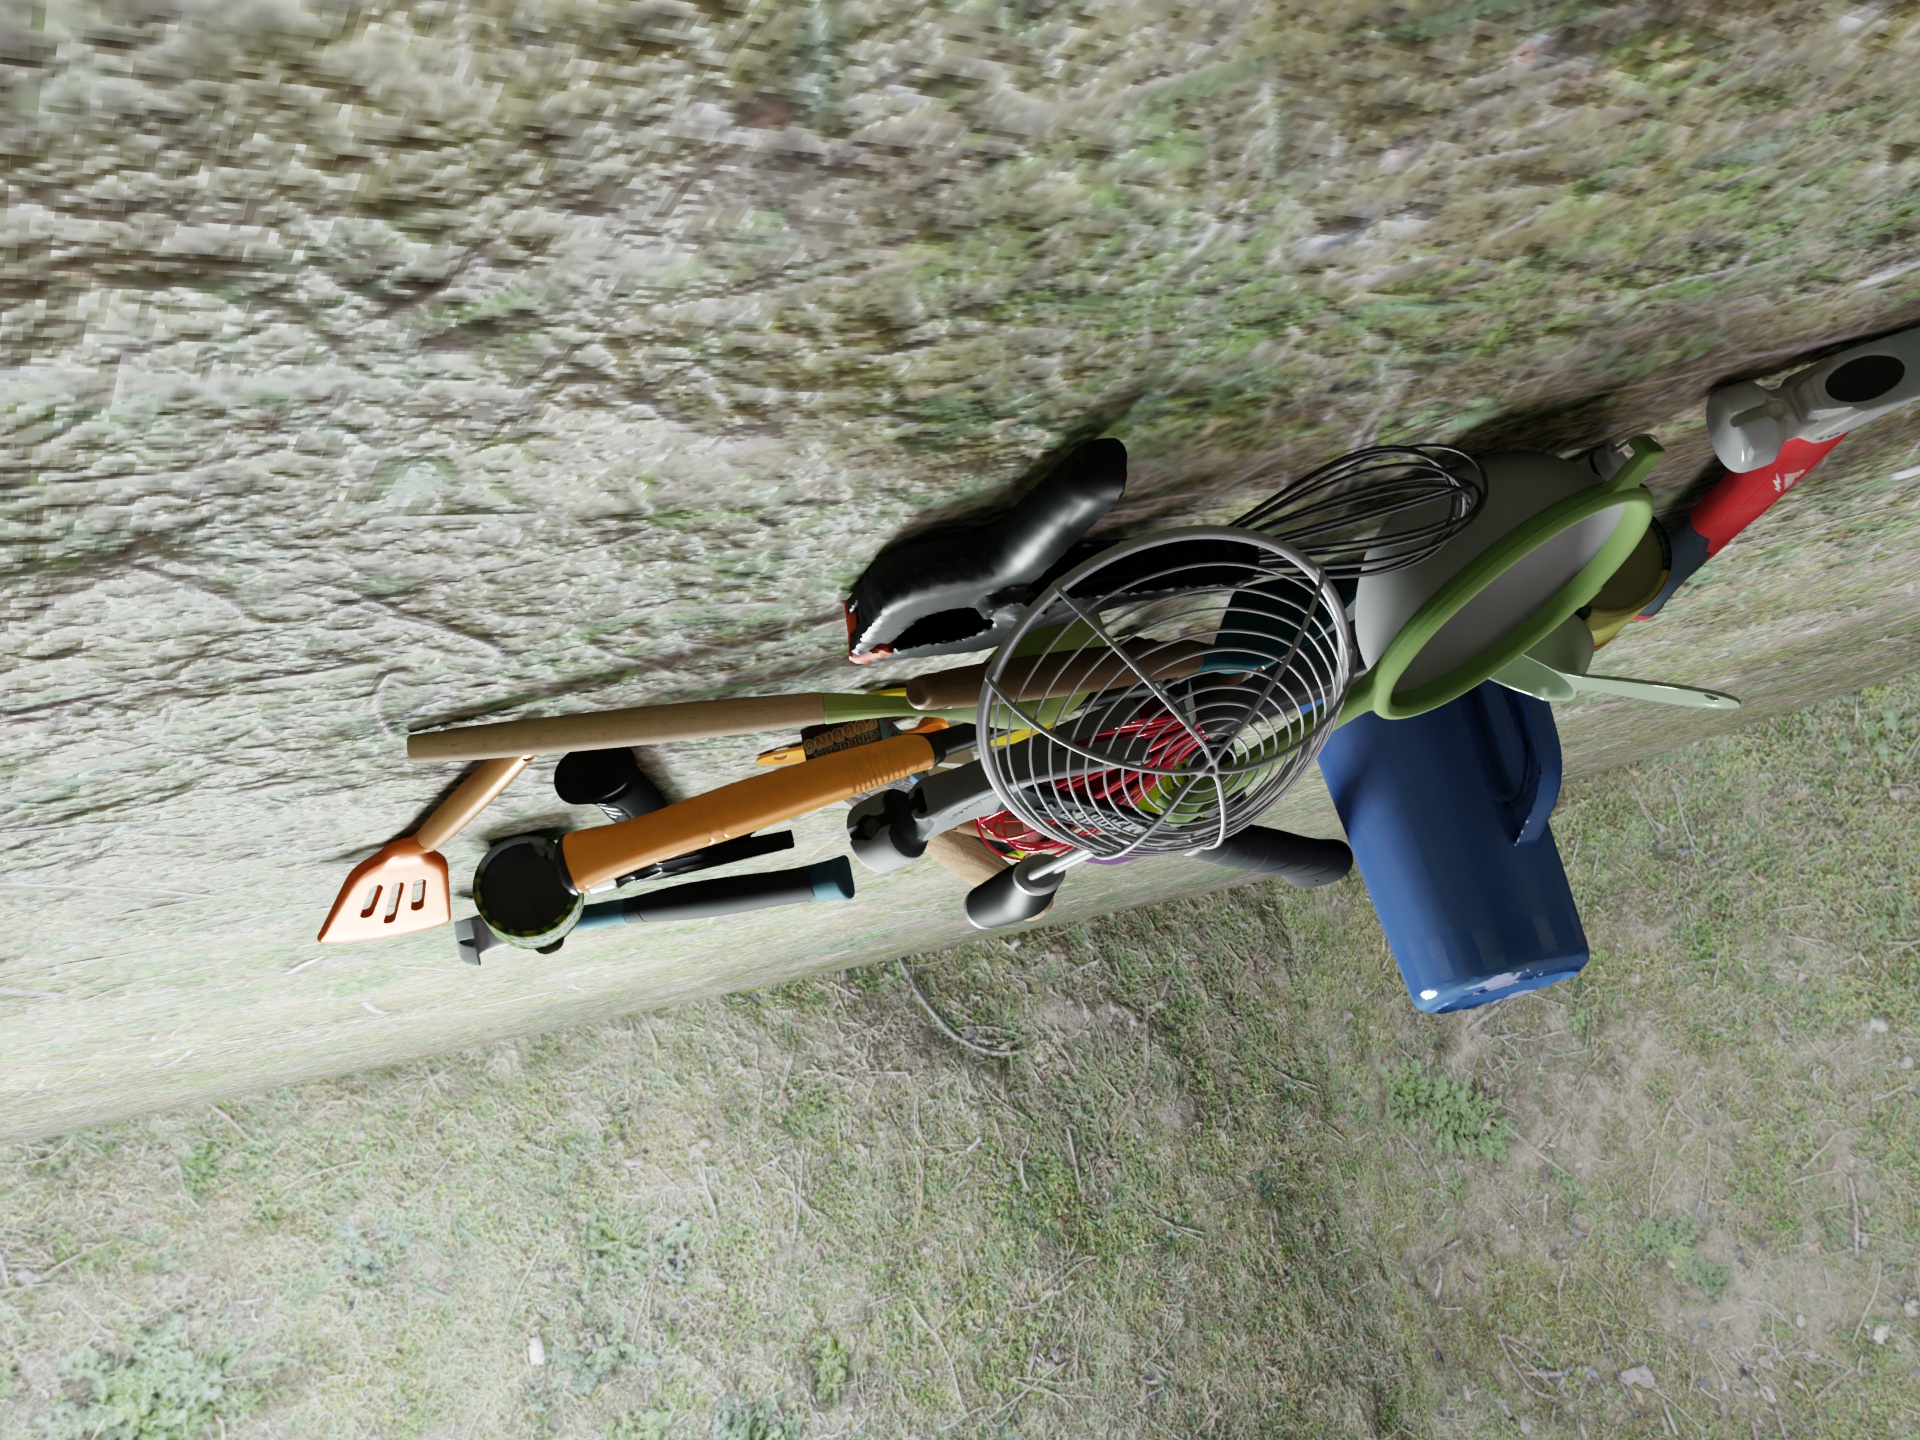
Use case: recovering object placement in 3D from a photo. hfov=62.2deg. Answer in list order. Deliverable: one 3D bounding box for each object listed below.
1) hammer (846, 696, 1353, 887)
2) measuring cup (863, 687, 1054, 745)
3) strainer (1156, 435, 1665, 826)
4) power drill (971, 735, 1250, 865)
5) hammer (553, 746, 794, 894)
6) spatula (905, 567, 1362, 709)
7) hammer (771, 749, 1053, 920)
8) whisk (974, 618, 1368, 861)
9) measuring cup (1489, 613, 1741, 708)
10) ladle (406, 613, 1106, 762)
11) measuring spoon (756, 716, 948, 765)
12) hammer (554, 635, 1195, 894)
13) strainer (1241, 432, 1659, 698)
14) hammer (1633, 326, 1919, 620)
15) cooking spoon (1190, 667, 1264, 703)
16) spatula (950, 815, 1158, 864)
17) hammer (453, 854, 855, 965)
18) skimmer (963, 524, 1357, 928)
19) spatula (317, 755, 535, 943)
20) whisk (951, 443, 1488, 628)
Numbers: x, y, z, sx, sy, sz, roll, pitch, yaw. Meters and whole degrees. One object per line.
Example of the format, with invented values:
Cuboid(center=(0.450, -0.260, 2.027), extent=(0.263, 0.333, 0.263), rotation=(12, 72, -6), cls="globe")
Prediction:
Cuboid(center=(0.122, 0.058, 0.869), extent=(0.149, 0.036, 0.408), rotation=(-26, 157, 30), cls="hammer")
Cuboid(center=(-0.001, -0.003, 0.900), extent=(0.062, 0.029, 0.156), rotation=(-23, 166, 38), cls="measuring cup")
Cuboid(center=(0.187, -0.044, 0.721), extent=(0.256, 0.069, 0.151), rotation=(-32, 157, -2), cls="strainer")
Cuboid(center=(0.114, 0.070, 1.286), extent=(0.228, 0.080, 0.190), rotation=(-14, 168, 11), cls="power drill")
Cuboid(center=(-0.183, 0.058, 0.963), extent=(0.146, 0.035, 0.334), rotation=(-13, 168, -5), cls="hammer")
Cuboid(center=(0.082, -0.037, 0.691), extent=(0.082, 0.044, 0.317), rotation=(-6, -178, 40), cls="spatula")
Cuboid(center=(-0.005, 0.089, 1.135), extent=(0.130, 0.031, 0.331), rotation=(-19, 152, 18), cls="hammer")
Cuboid(center=(0.120, 0.007, 0.878), extent=(0.296, 0.073, 0.073), rotation=(-27, 164, 32), cls="whisk")
Cuboid(center=(0.322, -0.036, 0.807), extent=(0.083, 0.038, 0.168), rotation=(30, 173, -34), cls="measuring cup")
Cuboid(center=(-0.090, -0.015, 0.728), extent=(0.320, 0.062, 0.078), rotation=(-6, -169, -6), cls="ladle")
Cuboid(center=(-0.065, 0.011, 0.949), extent=(0.117, 0.011, 0.021), rotation=(-11, 158, 0), cls="measuring spoon")
Cuboid(center=(-0.045, 0.025, 0.818), extent=(0.337, 0.034, 0.127), rotation=(-18, -170, -2), cls="hammer")
Cuboid(center=(0.242, -0.078, 0.815), extent=(0.086, 0.050, 0.258), rotation=(39, 138, -17), cls="strainer")
Cuboid(center=(0.429, -0.118, 0.855), extent=(0.143, 0.038, 0.386), rotation=(-17, 168, 7), cls="hammer")
Cuboid(center=(0.199, -0.044, 0.976), extent=(0.068, 0.017, 0.319), rotation=(8, 160, -26), cls="cooking spoon")
Cuboid(center=(0.067, 0.082, 1.122), extent=(0.060, 0.018, 0.315), rotation=(-23, 161, 25), cls="spatula")
Cuboid(center=(-0.220, 0.132, 1.131), extent=(0.331, 0.033, 0.128), rotation=(-11, -179, 24), cls="hammer")
Cuboid(center=(0.043, 0.025, 0.640), extent=(0.127, 0.090, 0.363), rotation=(-6, 168, -12), cls="skimmer")
Cuboid(center=(-0.280, 0.066, 0.867), extent=(0.081, 0.041, 0.322), rotation=(-5, 165, -35), cls="spatula")
Cuboid(center=(0.100, -0.071, 0.673), extent=(0.239, 0.055, 0.055), rotation=(-12, 170, 16), cls="whisk")
